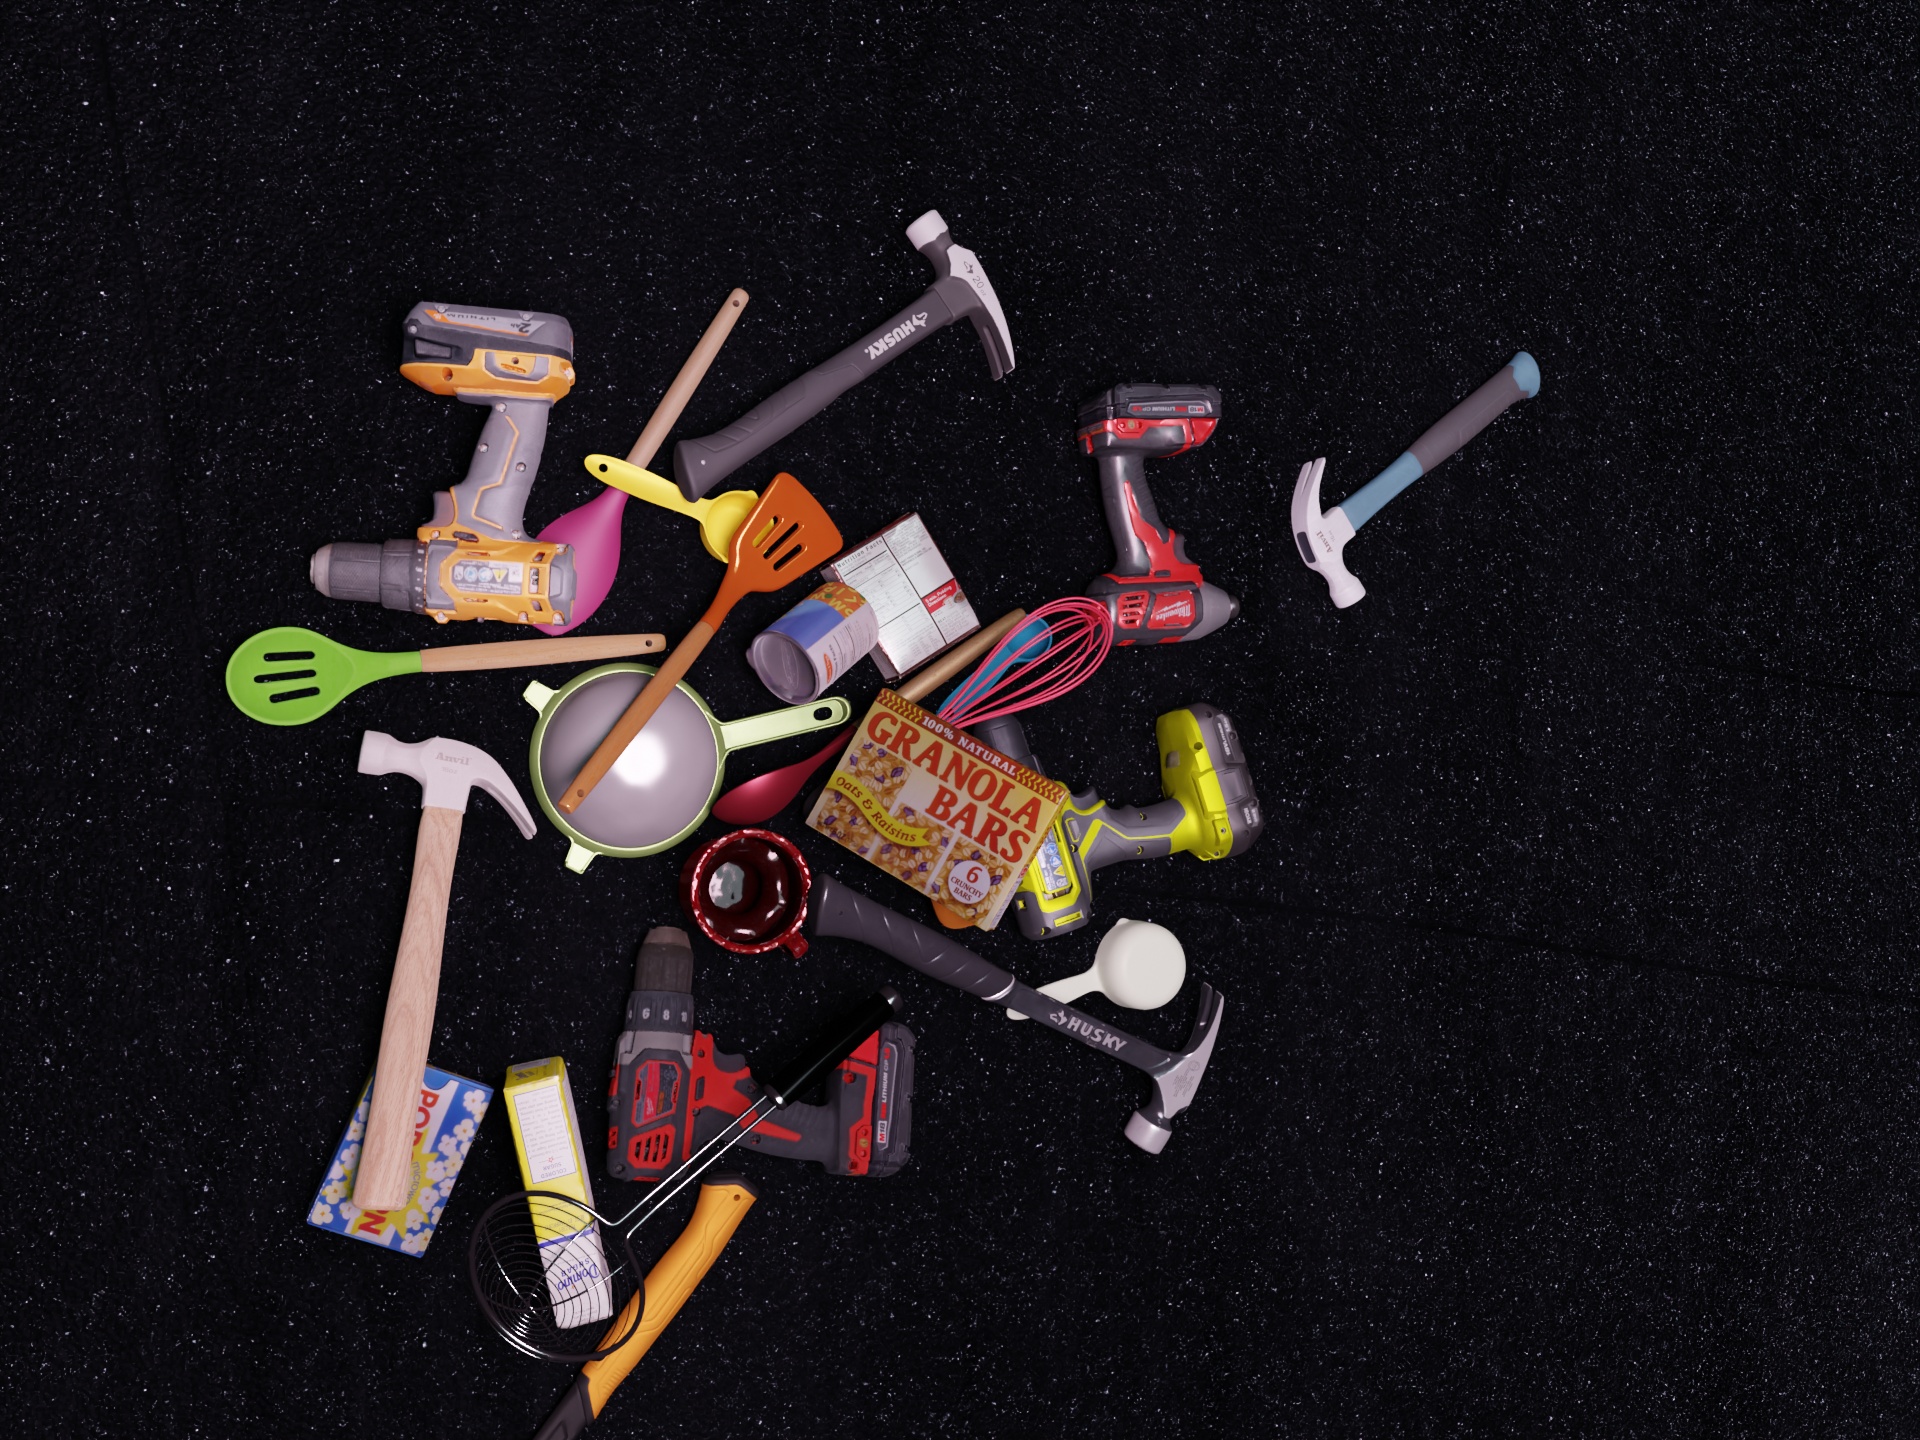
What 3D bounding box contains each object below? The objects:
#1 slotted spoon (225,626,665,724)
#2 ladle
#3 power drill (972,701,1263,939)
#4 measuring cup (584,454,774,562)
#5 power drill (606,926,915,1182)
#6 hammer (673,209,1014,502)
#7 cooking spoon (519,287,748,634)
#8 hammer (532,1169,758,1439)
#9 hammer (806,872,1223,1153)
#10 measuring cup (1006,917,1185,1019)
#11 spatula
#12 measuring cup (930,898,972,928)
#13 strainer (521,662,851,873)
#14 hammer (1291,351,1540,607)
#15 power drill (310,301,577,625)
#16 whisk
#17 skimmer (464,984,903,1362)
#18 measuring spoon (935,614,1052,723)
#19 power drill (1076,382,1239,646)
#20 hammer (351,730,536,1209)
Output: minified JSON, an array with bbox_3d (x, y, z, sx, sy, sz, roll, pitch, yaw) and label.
[{"bbox_3d":[-0.374,-0.044,1.182,0.313,0.031,0.070,-7,94,-24],"label":"slotted spoon"},{"bbox_3d":[-0.065,-0.005,1.285,0.315,0.069,0.031,-36,77,-22],"label":"ladle"},{"bbox_3d":[0.126,0.063,1.347,0.228,0.080,0.190,-16,88,-20],"label":"power drill"},{"bbox_3d":[-0.222,-0.170,1.246,0.156,0.029,0.062,23,79,-20],"label":"measuring cup"},{"bbox_3d":[-0.154,0.261,1.221,0.226,0.080,0.188,8,73,-18],"label":"power drill"},{"bbox_3d":[-0.096,-0.274,1.286,0.335,0.035,0.146,-40,101,-25],"label":"hammer"},{"bbox_3d":[-0.250,-0.209,1.245,0.068,0.017,0.319,32,77,-17],"label":"cooking spoon"},{"bbox_3d":[-0.258,0.489,1.189,0.127,0.034,0.337,41,73,-14],"label":"hammer"},{"bbox_3d":[0.048,0.217,1.273,0.408,0.036,0.149,30,90,-28],"label":"hammer"},{"bbox_3d":[0.118,0.223,1.352,0.167,0.038,0.083,-17,93,-24],"label":"measuring cup"},{"bbox_3d":[-0.199,-0.055,1.194,0.081,0.041,0.323,50,54,-27],"label":"spatula"},{"bbox_3d":[-0.017,0.087,1.298,0.052,0.095,0.174,-19,71,-1],"label":"measuring cup"},{"bbox_3d":[-0.199,0.017,1.223,0.256,0.069,0.151,-14,92,-20],"label":"strainer"},{"bbox_3d":[0.440,-0.250,1.515,0.331,0.033,0.128,-38,101,-20],"label":"hammer"},{"bbox_3d":[-0.372,-0.184,1.163,0.185,0.084,0.226,2,90,-12],"label":"power drill"},{"bbox_3d":[-0.002,-0.004,1.281,0.296,0.073,0.073,-34,100,-1],"label":"whisk"},{"bbox_3d":[-0.174,0.295,1.110,0.363,0.090,0.127,-38,74,-26],"label":"skimmer"},{"bbox_3d":[0.026,-0.038,1.347,0.128,0.021,0.042,-43,76,-10],"label":"measuring spoon"},{"bbox_3d":[0.173,-0.176,1.383,0.143,0.078,0.219,-4,91,-22],"label":"power drill"},{"bbox_3d":[-0.384,0.176,1.132,0.130,0.031,0.331,10,73,-22],"label":"hammer"}]
